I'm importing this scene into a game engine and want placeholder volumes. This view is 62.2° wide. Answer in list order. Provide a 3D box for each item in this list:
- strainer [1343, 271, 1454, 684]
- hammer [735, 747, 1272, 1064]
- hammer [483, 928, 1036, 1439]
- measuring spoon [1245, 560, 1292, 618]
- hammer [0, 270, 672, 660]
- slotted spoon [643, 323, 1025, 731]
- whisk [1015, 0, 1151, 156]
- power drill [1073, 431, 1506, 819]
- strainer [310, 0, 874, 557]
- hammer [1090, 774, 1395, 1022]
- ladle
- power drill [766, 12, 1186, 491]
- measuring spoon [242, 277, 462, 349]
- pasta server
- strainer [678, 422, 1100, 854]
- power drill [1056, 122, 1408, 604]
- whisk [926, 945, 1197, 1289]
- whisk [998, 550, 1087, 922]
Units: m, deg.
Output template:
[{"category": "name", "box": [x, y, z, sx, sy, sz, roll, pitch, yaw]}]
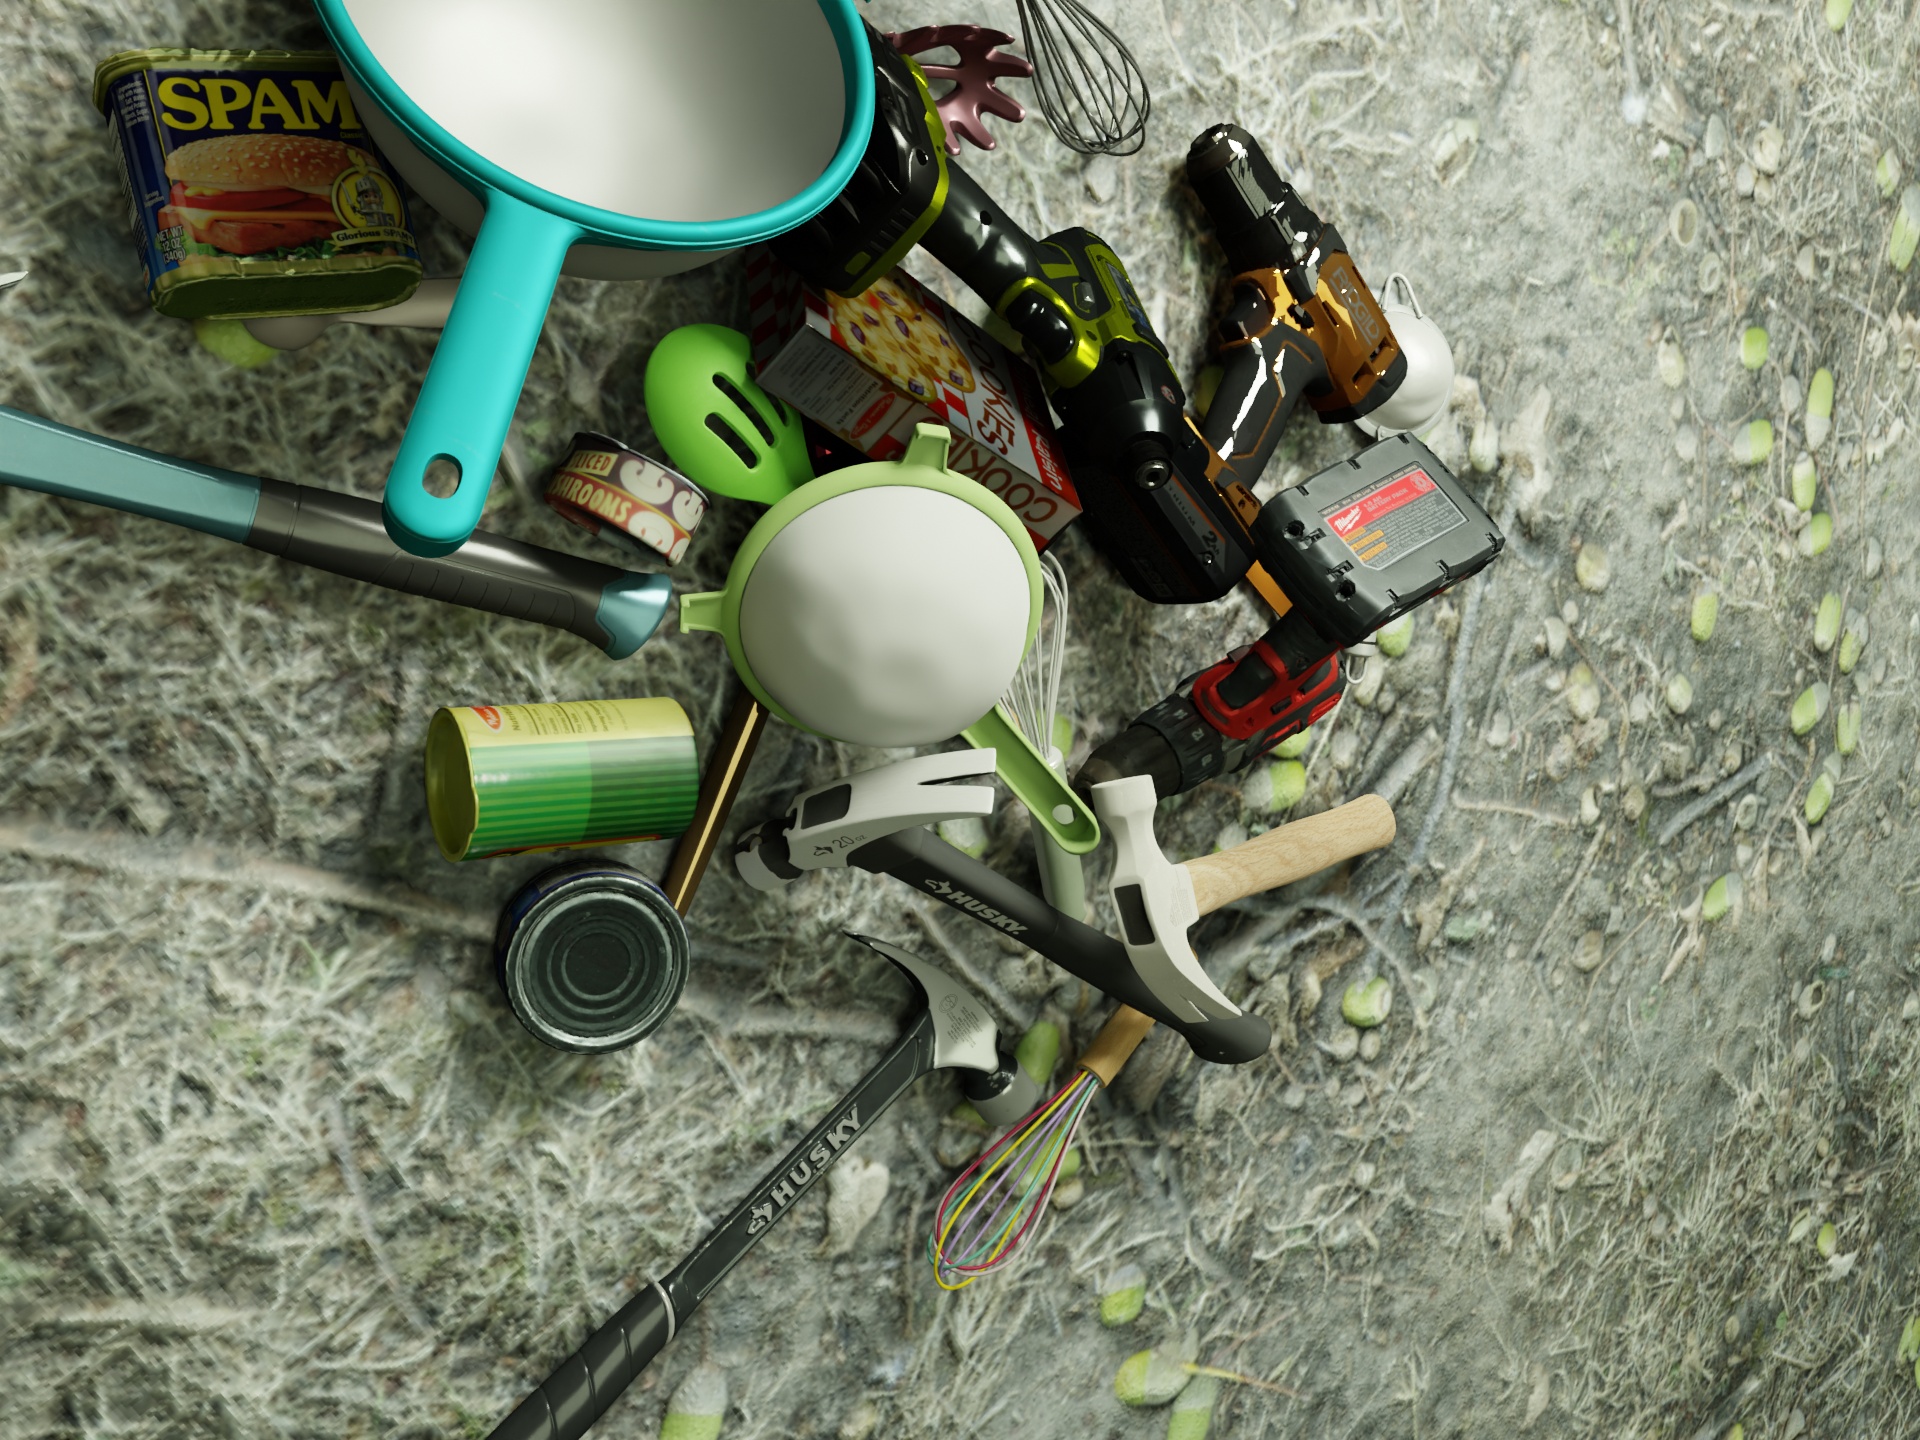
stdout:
[{"category": "strainer", "box": [0.267, -0.150, 0.992, 0.086, 0.050, 0.258, 4, 98, -19]}, {"category": "hammer", "box": [0.055, 0.111, 0.829, 0.334, 0.146, 0.035, 33, 47, -35]}, {"category": "hammer", "box": [-0.135, 0.274, 0.784, 0.409, 0.036, 0.149, -42, 117, -21]}, {"category": "measuring spoon", "box": [0.175, -0.093, 0.956, 0.021, 0.011, 0.116, -49, 117, -18]}, {"category": "hammer", "box": [-0.272, -0.079, 0.640, 0.330, 0.033, 0.128, 14, 90, -35]}, {"category": "slotted spoon", "box": [-0.041, -0.070, 0.772, 0.313, 0.031, 0.070, 48, 65, -41]}, {"category": "whisk", "box": [0.032, -0.354, 0.754, 0.055, 0.055, 0.238, -62, 143, -11]}, {"category": "power drill", "box": [0.162, -0.035, 0.845, 0.188, 0.226, 0.080, -28, 72, -28]}, {"category": "strainer", "box": [-0.155, -0.190, 0.583, 0.211, 0.095, 0.341, 20, 61, -20]}, {"category": "hammer", "box": [0.176, 0.081, 0.897, 0.331, 0.031, 0.130, -8, 85, -55]}, {"category": "ladle", "box": [-0.095, -0.027, 0.773, 0.069, 0.031, 0.315, 23, 85, -35]}, {"category": "power drill", "box": [0.014, -0.204, 0.729, 0.080, 0.171, 0.223, -40, 134, 26]}, {"category": "measuring spoon", "box": [-0.233, -0.174, 0.660, 0.124, 0.018, 0.034, -11, 103, -32]}, {"category": "pasta server", "box": [-0.108, -0.290, 0.716, 0.316, 0.040, 0.060, -12, 131, -31]}, {"category": "strainer", "box": [-0.001, -0.002, 0.746, 0.151, 0.069, 0.256, -34, 123, 12]}, {"category": "power drill", "box": [0.142, -0.199, 0.877, 0.226, 0.084, 0.185, -51, 118, -22]}, {"category": "whisk", "box": [0.062, 0.221, 0.906, 0.047, 0.051, 0.245, 49, 64, -12]}, {"category": "whisk", "box": [0.040, 0.014, 0.837, 0.059, 0.058, 0.246, -15, 122, -5]}]
